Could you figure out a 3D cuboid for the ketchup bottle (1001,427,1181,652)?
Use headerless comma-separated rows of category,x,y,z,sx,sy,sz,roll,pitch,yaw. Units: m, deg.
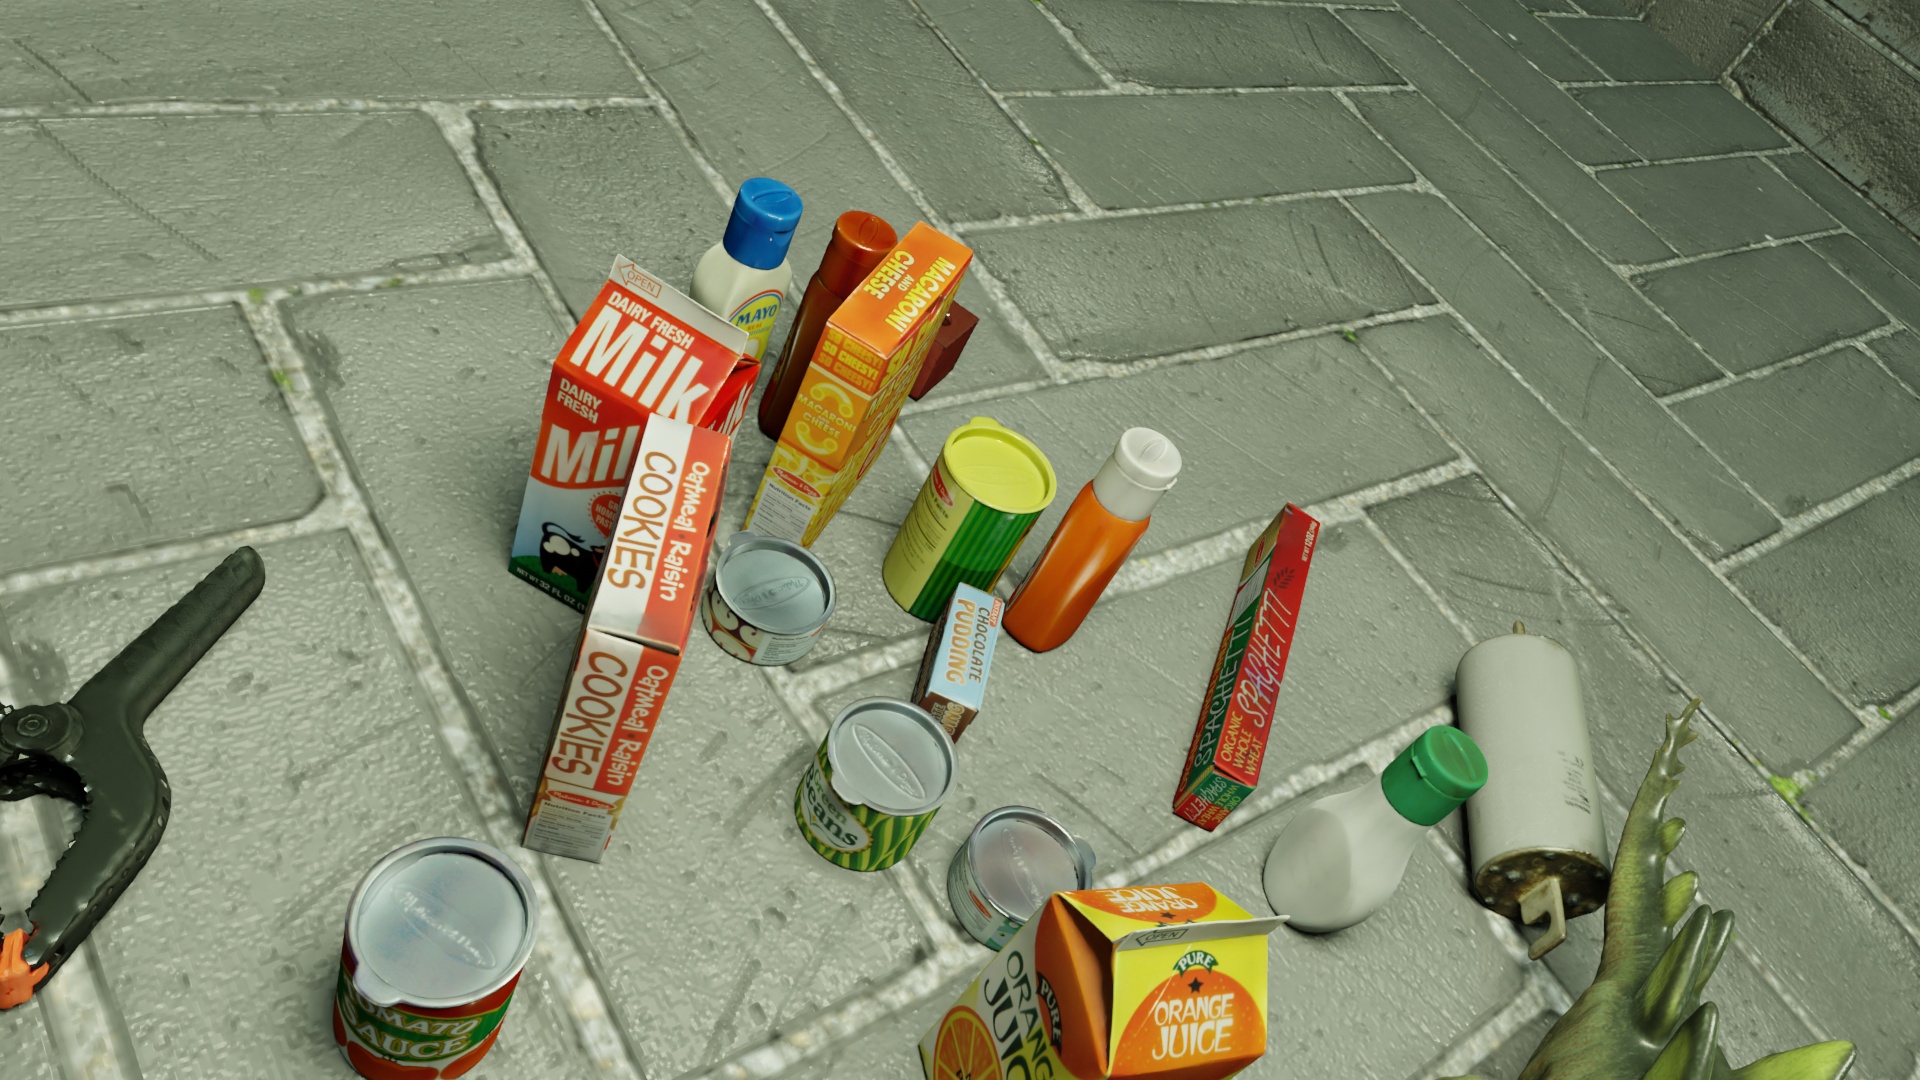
ketchup bottle,0.076,0.000,0.786,0.043,0.148,0.065,39,43,9

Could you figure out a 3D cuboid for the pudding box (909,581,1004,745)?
pudding box,-0.004,0.070,0.750,0.030,0.049,0.084,24,43,-7

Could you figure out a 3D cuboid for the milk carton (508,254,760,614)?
milk carton,-0.156,-0.048,0.674,0.072,0.189,0.074,31,43,1

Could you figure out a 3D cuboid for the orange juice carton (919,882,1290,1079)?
orange juice carton,0.055,0.196,0.558,0.072,0.191,0.073,4,49,-26

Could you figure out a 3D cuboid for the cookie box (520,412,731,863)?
cookie box,-0.147,0.045,0.609,0.040,0.166,0.123,17,44,-14

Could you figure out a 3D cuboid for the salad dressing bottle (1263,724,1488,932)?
salad dressing bottle,0.213,0.150,0.719,0.044,0.146,0.064,3,49,-27

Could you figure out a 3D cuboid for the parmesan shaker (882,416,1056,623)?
parmesan shaker,0.003,-0.010,0.789,0.071,0.102,0.072,15,45,-16

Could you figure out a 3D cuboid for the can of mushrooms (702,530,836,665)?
can of mushrooms,-0.104,0.030,0.744,0.071,0.033,0.071,15,45,-15

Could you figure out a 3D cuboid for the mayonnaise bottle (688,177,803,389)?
mayonnaise bottle,-0.130,-0.141,0.807,0.065,0.147,0.041,-27,66,-42

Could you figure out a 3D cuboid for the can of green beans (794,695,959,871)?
can of green beans,-0.042,0.119,0.677,0.071,0.057,0.071,15,45,-16

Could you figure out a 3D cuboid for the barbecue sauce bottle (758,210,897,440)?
barbecue sauce bottle,-0.078,-0.125,0.820,0.044,0.147,0.065,23,43,-7

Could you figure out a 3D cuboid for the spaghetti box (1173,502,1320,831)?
spaghetti box,0.178,0.069,0.848,0.029,0.050,0.251,30,43,0

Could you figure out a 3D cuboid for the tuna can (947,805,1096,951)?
tuna can,0.031,0.168,0.688,0.071,0.032,0.071,15,45,-15

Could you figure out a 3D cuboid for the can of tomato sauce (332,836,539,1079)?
can of tomato sauce,-0.202,0.164,0.529,0.071,0.082,0.071,15,45,-16

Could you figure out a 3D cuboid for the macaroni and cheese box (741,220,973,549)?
macaroni and cheese box,-0.057,-0.080,0.776,0.040,0.165,0.124,31,43,1
